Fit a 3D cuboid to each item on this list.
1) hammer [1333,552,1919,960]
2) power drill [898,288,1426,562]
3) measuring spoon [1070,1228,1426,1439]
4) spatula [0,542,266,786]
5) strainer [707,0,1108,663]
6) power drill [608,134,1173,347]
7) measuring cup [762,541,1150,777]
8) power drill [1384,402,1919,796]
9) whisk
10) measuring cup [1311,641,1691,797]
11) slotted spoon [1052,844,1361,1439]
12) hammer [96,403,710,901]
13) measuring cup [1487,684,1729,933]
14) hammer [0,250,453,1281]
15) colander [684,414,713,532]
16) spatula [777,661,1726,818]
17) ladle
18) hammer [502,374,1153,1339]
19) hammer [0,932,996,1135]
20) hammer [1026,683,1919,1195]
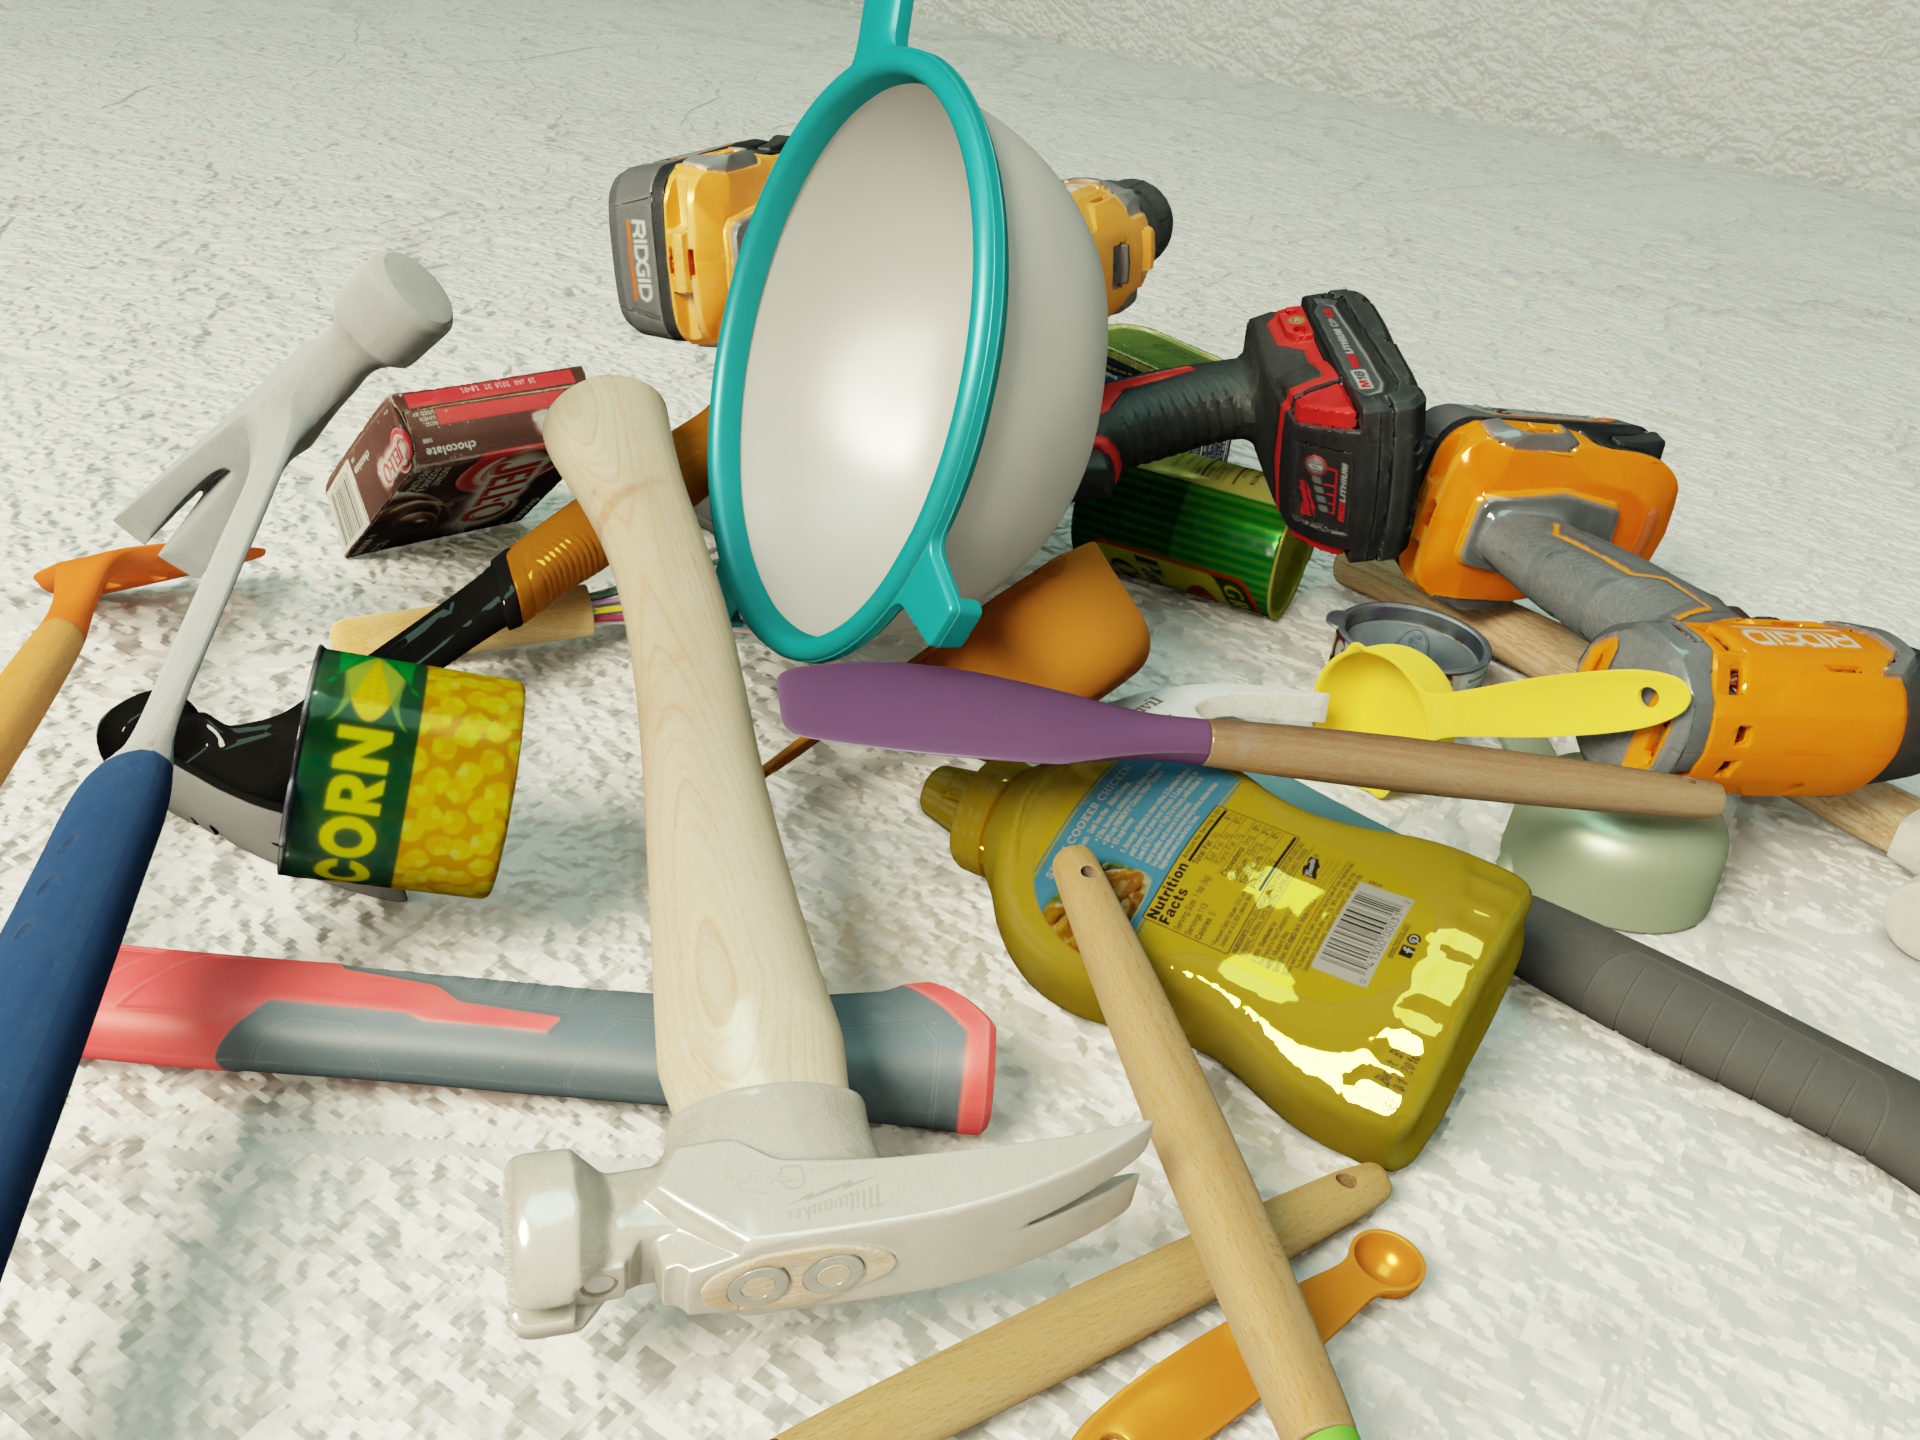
[{"bbox_3d":[0.300,-0.010,0.691,0.130,0.031,0.332,-17,37,-34],"label":"hammer"},{"bbox_3d":[0.078,-0.115,0.686,0.219,0.078,0.143,-6,41,1],"label":"power drill"},{"bbox_3d":[0.070,0.155,0.383,0.117,0.011,0.021,-19,39,-32],"label":"measuring spoon"},{"bbox_3d":[-0.298,-0.009,0.523,0.081,0.041,0.323,-14,29,-8],"label":"spatula"},{"bbox_3d":[-0.001,-0.185,0.575,0.095,0.340,0.211,7,1,-31],"label":"strainer"},{"bbox_3d":[-0.020,-0.221,0.730,0.226,0.084,0.185,10,29,22],"label":"power drill"},{"bbox_3d":[-0.001,-0.002,0.583,0.173,0.095,0.052,-35,88,-30],"label":"measuring cup"},{"bbox_3d":[0.287,-0.048,0.643,0.164,0.084,0.227,2,32,-17],"label":"power drill"},{"bbox_3d":[-0.133,-0.049,0.666,0.245,0.051,0.047,-10,48,-17],"label":"whisk"},{"bbox_3d":[0.199,-0.005,0.587,0.029,0.062,0.156,-13,5,-38],"label":"measuring cup"},{"bbox_3d":[0.072,0.137,0.356,0.070,0.031,0.314,1,38,-19],"label":"slotted spoon"},{"bbox_3d":[-0.154,-0.062,0.622,0.127,0.034,0.337,20,44,22],"label":"hammer"},{"bbox_3d":[0.240,0.017,0.623,0.083,0.038,0.168,4,32,-5],"label":"measuring cup"},{"bbox_3d":[-0.218,0.012,0.420,0.035,0.144,0.406,41,25,-34],"label":"hammer"},{"bbox_3d":[-0.058,-0.203,0.892,0.204,0.094,0.397,2,30,-7],"label":"colander"},{"bbox_3d":[0.100,0.008,0.500,0.315,0.018,0.060,7,26,-12],"label":"spatula"},{"bbox_3d":[-0.016,0.153,0.351,0.315,0.031,0.069,-12,35,-32],"label":"ladle"},{"bbox_3d":[-0.075,-0.005,0.498,0.146,0.038,0.411,-3,38,-17],"label":"hammer"},{"bbox_3d":[-0.184,0.088,0.419,0.386,0.038,0.143,5,31,-2],"label":"hammer"},{"bbox_3d":[0.179,0.068,0.531,0.331,0.033,0.128,29,38,33],"label":"hammer"}]
